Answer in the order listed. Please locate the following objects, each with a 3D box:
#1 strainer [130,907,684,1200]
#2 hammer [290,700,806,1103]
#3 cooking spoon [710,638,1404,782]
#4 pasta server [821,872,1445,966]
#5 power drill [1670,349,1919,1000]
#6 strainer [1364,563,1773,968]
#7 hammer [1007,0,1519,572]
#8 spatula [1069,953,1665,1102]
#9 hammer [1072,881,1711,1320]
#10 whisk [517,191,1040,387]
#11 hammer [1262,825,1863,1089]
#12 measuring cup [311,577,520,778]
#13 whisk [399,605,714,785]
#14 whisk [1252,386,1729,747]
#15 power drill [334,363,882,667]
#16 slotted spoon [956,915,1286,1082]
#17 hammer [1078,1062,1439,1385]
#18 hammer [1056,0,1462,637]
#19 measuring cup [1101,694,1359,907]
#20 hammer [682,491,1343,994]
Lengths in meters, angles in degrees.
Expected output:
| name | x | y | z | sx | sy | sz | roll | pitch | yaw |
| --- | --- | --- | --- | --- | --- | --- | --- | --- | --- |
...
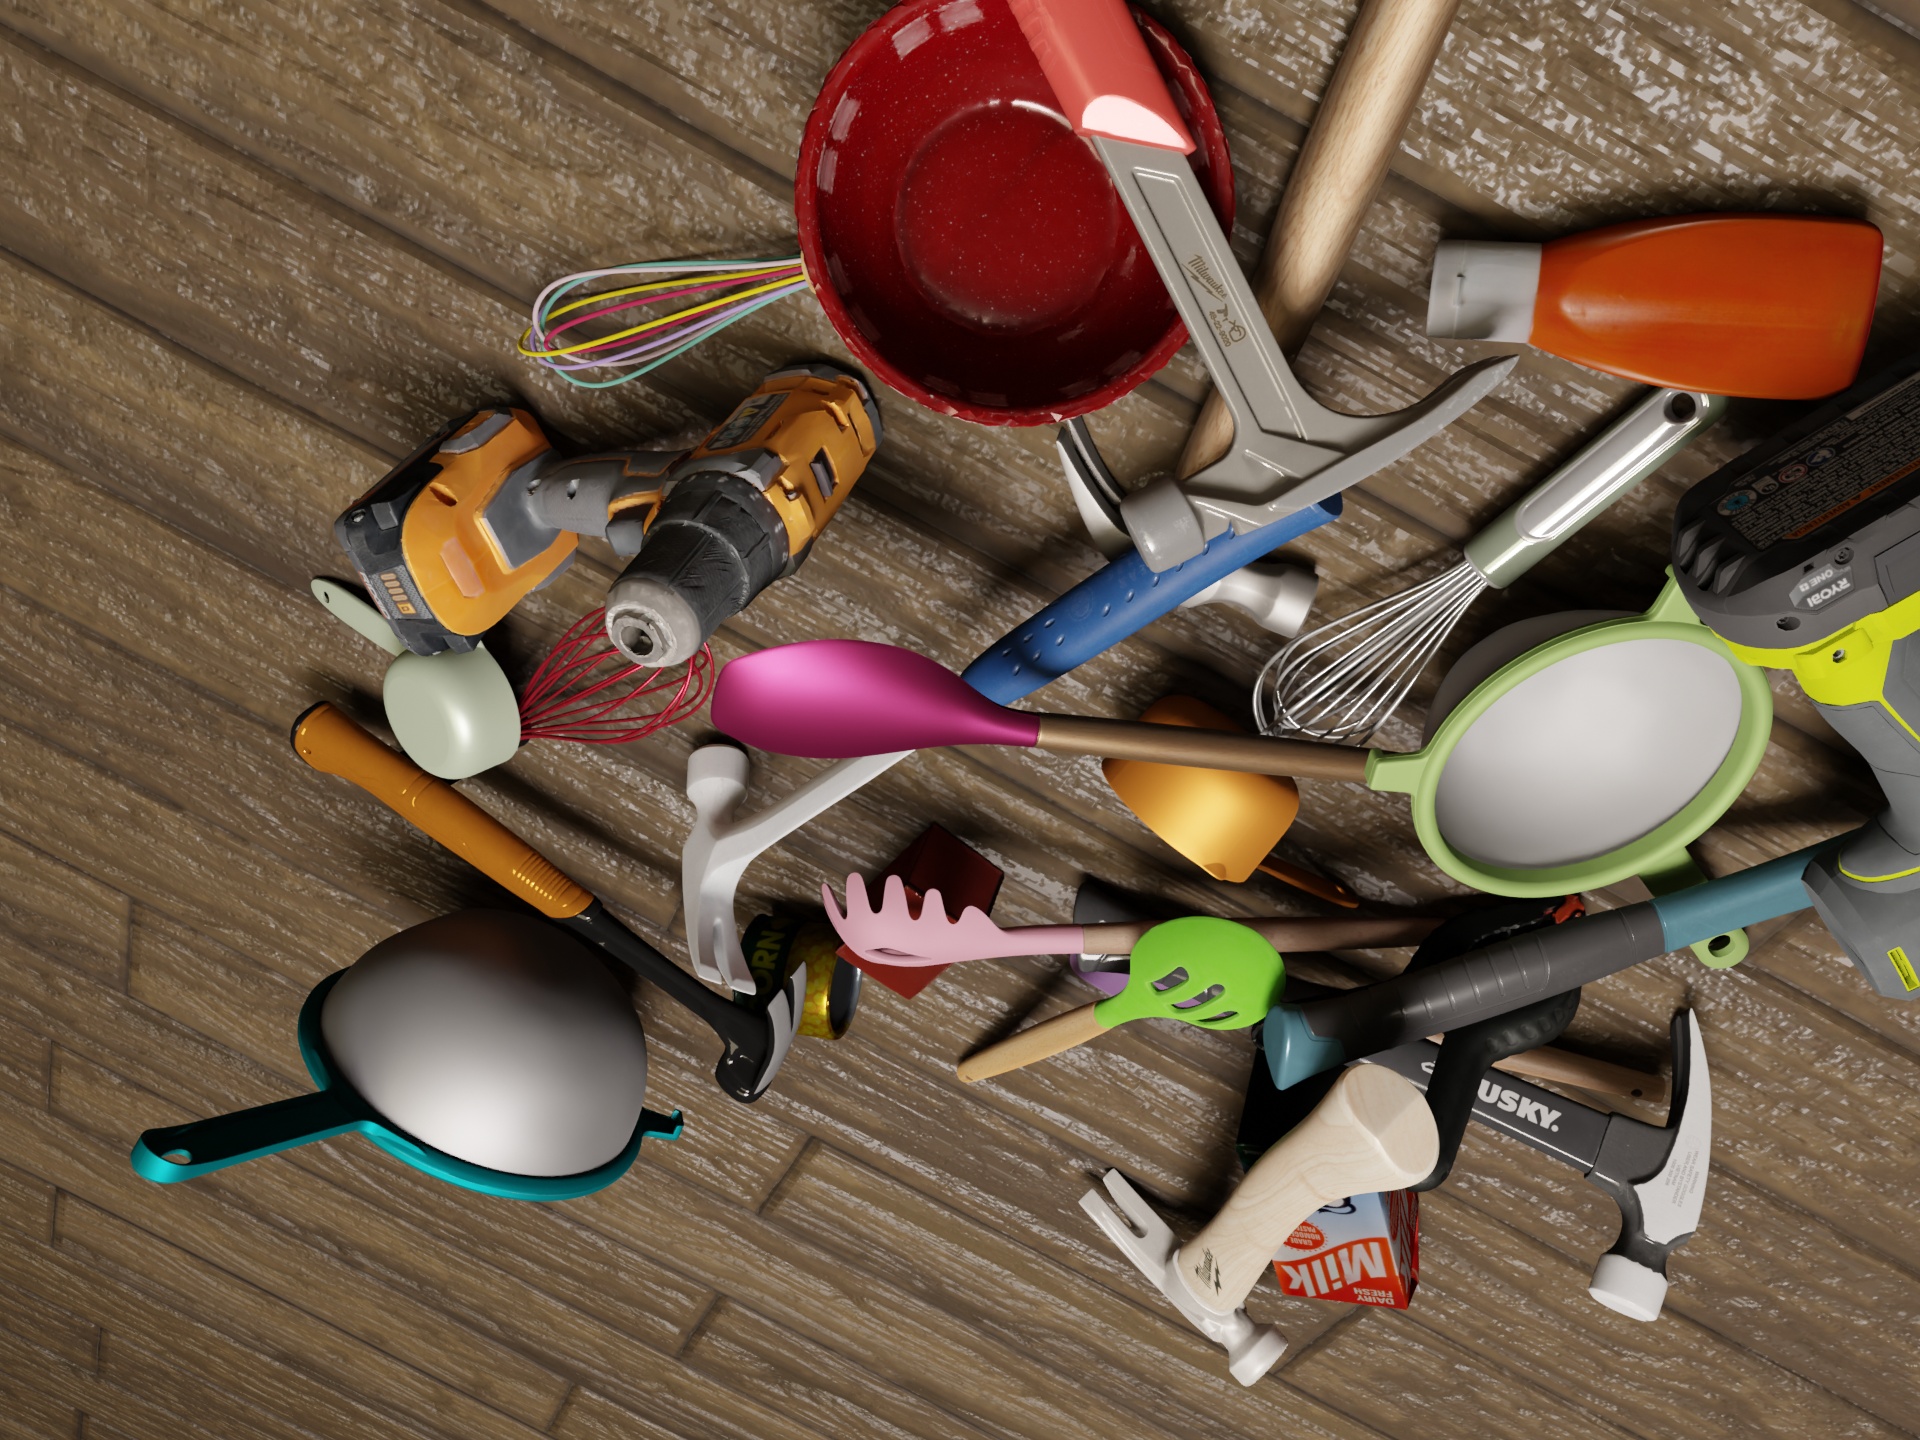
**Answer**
| name | x | y | z | sx | sy | sz | roll | pitch | yaw |
| --- | --- | --- | --- | --- | --- | --- | --- | --- | --- |
| strainer | -0.287 | 0.172 | 0.866 | 0.211 | 0.340 | 0.095 | 35 | 101 | 19 |
| hammer | -0.234 | 0.088 | 0.885 | 0.337 | 0.034 | 0.127 | 33 | 141 | 7 |
| cooking spoon | 0.055 | 0.007 | 0.668 | 0.318 | 0.017 | 0.068 | 6 | 134 | -16 |
| pasta server | 0.088 | 0.102 | 0.805 | 0.316 | 0.040 | 0.060 | -1 | 156 | -2 |
| power drill | 0.379 | -0.018 | 0.573 | 0.190 | 0.080 | 0.228 | -33 | 116 | 16 |
| strainer | 0.290 | 0.029 | 0.711 | 0.151 | 0.069 | 0.256 | -35 | 128 | 18 |
| hammer | 0.052 | -0.239 | 0.549 | 0.149 | 0.037 | 0.359 | -28 | 100 | 5 |
| spatula | 0.213 | 0.161 | 0.858 | 0.316 | 0.018 | 0.059 | 12 | 125 | 12 |
| hammer | 0.210 | 0.160 | 0.812 | 0.335 | 0.146 | 0.035 | 22 | 162 | 17 |
| whisk | -0.084 | -0.185 | 0.680 | 0.245 | 0.047 | 0.051 | -7 | 101 | 20 |
| hammer | 0.291 | 0.094 | 0.697 | 0.331 | 0.033 | 0.128 | -20 | 128 | 7 |
| measuring cup | -0.306 | -0.028 | 0.851 | 0.168 | 0.038 | 0.083 | 33 | 130 | 21 |
| whisk | -0.234 | -0.002 | 0.870 | 0.296 | 0.073 | 0.073 | -20 | 117 | 39 |
| whisk | 0.215 | -0.060 | 0.672 | 0.246 | 0.059 | 0.058 | -44 | 77 | 34 |
| power drill | -0.164 | -0.082 | 0.701 | 0.226 | 0.185 | 0.084 | -3 | 126 | 25 |
| slotted spoon | 0.067 | 0.163 | 0.847 | 0.070 | 0.031 | 0.313 | 39 | 148 | -7 |
| hammer | 0.147 | 0.245 | 0.812 | 0.146 | 0.038 | 0.410 | 44 | 156 | 19 |
| hammer | 0.131 | -0.182 | 0.617 | 0.130 | 0.031 | 0.331 | 21 | 130 | 3 |
| measuring cup | 0.148 | 0.044 | 0.766 | 0.173 | 0.095 | 0.052 | 26 | 109 | -30 |
| hammer | -0.001 | -0.002 | 0.730 | 0.035 | 0.144 | 0.405 | 26 | 136 | -36 |
